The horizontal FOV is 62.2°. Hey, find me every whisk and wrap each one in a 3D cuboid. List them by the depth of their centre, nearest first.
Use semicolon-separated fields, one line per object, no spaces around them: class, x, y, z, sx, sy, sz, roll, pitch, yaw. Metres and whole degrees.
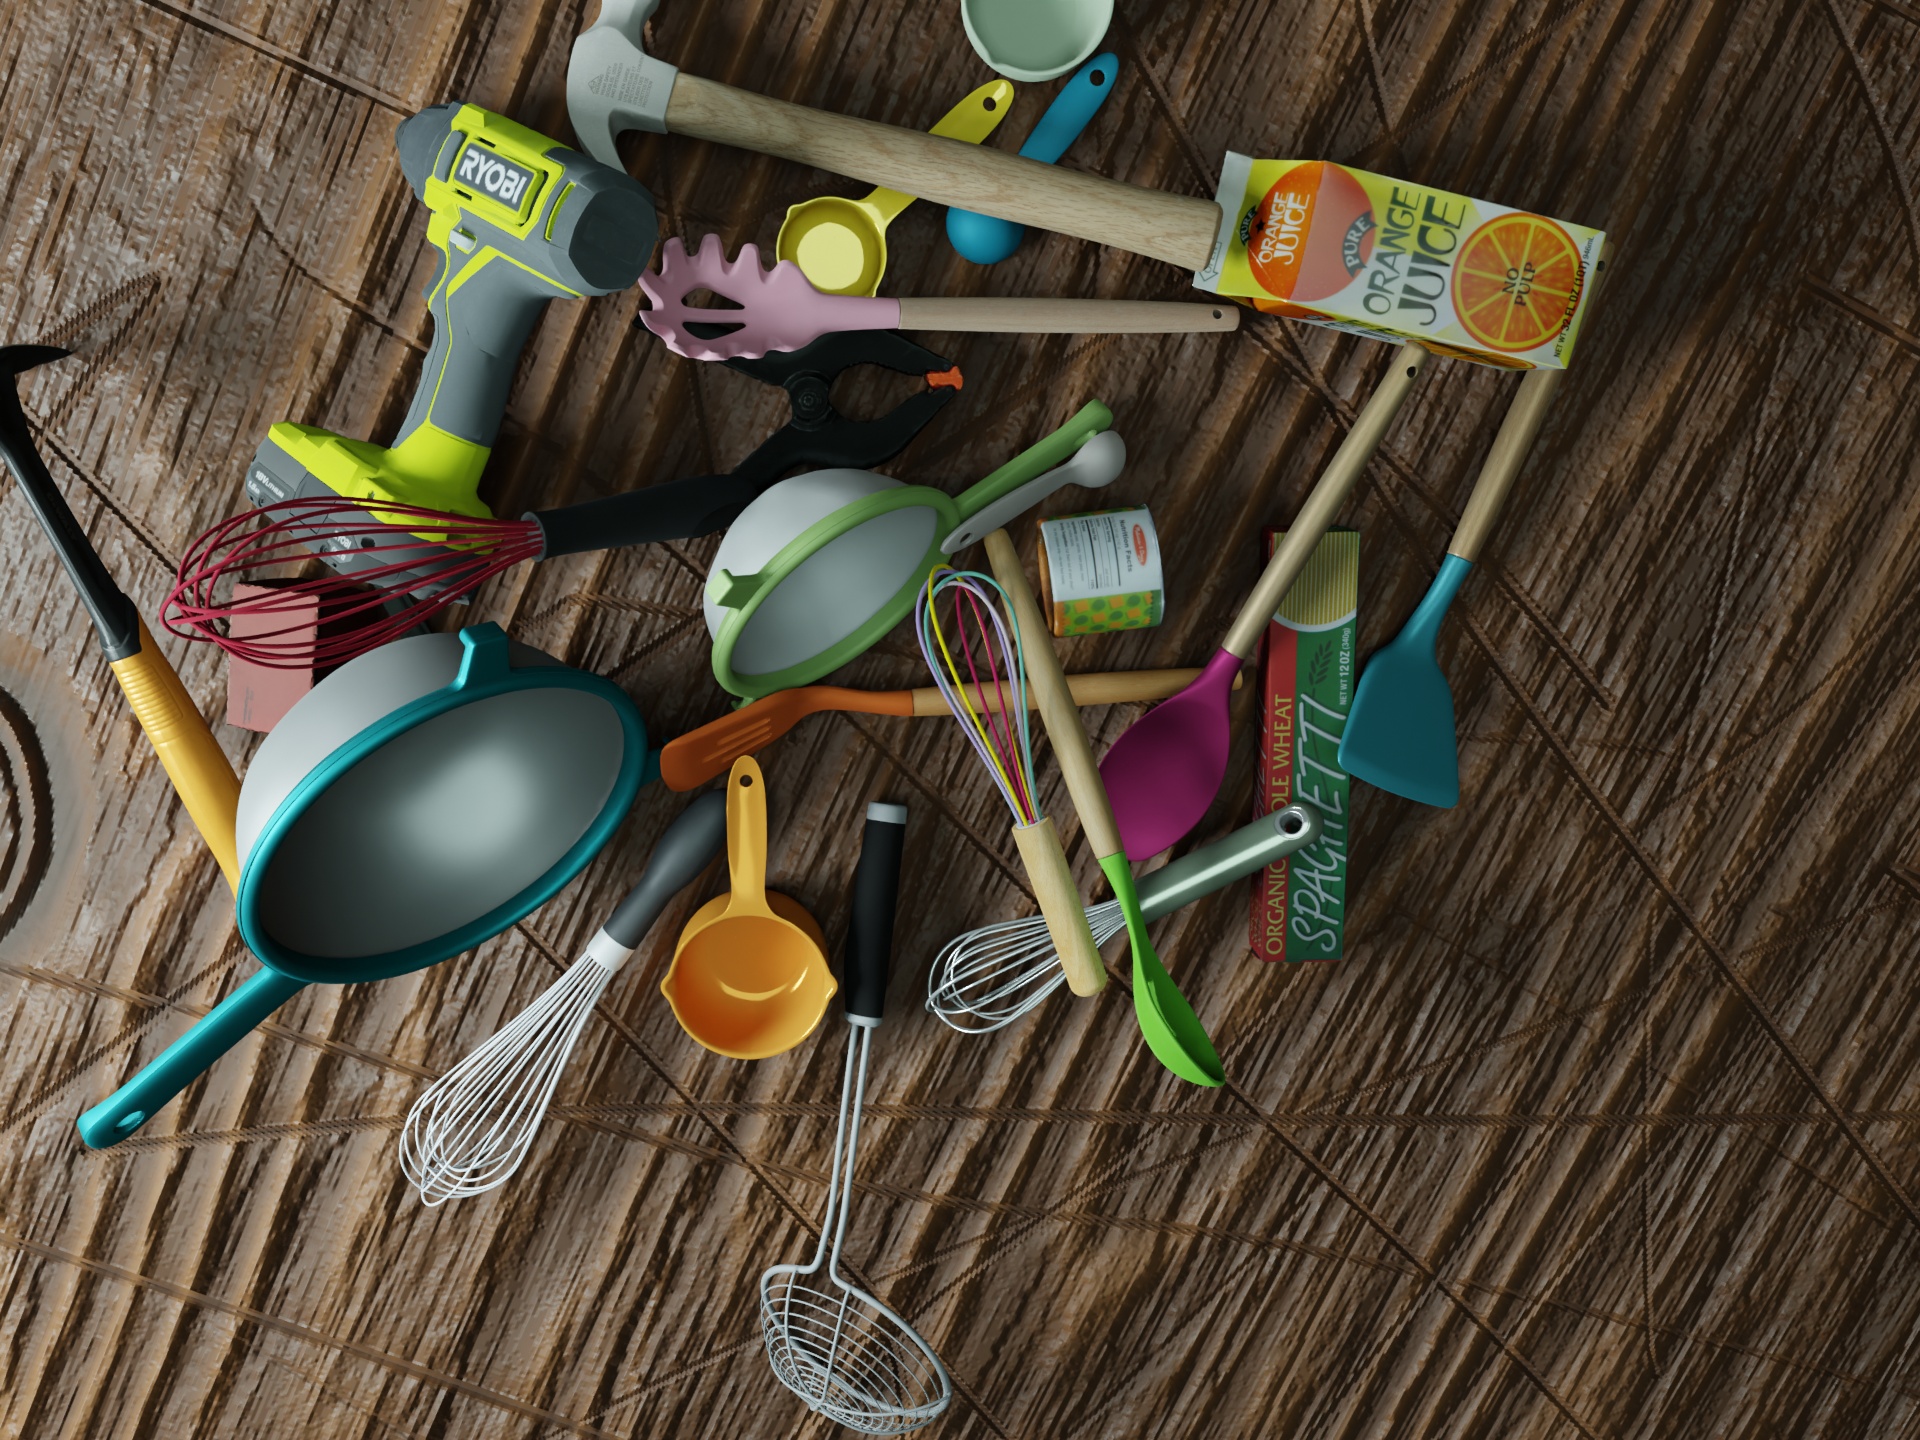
whisk;-0.213;-0.080;0.727;0.296;0.073;0.073;-19;106;-41
whisk;0.032;0.032;0.836;0.051;0.047;0.245;-20;102;-1
whisk;-0.214;0.152;0.885;0.070;0.070;0.284;37;91;-10
whisk;0.090;0.107;0.886;0.246;0.059;0.058;-27;64;7

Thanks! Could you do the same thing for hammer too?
hammer;-0.033;-0.278;0.794;0.331;0.031;0.130;14;86;-2
hammer;-0.421;-0.028;0.822;0.034;0.127;0.336;-19;111;-2

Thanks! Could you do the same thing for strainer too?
strainer;-0.317;0.069;0.790;0.340;0.210;0.095;-41;66;1
strainer;-0.037;-0.113;0.830;0.256;0.151;0.069;-35;73;-15

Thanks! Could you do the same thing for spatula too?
spatula;0.292;-0.111;0.870;0.082;0.044;0.317;20;98;-18
spatula;-0.001;-0.003;0.870;0.322;0.081;0.041;-5;71;-7

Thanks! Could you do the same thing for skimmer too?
skimmer;-0.047;0.229;0.913;0.127;0.090;0.363;6;89;32

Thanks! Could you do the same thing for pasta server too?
pasta server;-0.004;-0.209;0.810;0.316;0.040;0.060;-2;89;-13

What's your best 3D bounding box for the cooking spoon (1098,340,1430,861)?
cooking spoon;0.160;-0.058;0.856;0.068;0.017;0.319;26;107;-13

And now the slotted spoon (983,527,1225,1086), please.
slotted spoon;0.071;0.046;0.839;0.031;0.070;0.314;-21;86;15

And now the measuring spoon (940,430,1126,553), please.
measuring spoon;0.042;-0.115;0.836;0.124;0.034;0.018;-33;64;-22

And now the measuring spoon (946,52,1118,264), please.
measuring spoon;0.041;-0.295;0.827;0.042;0.021;0.128;37;98;-10

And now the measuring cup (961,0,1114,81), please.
measuring cup;0.000;-0.388;0.800;0.167;0.038;0.083;33;97;-7

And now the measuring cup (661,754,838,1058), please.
measuring cup;-0.115;0.097;0.874;0.095;0.052;0.173;0;104;-4

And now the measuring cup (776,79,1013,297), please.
measuring cup;-0.032;-0.275;0.828;0.156;0.029;0.062;-44;102;-2

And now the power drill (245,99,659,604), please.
power drill;-0.256;-0.185;0.779;0.171;0.080;0.223;33;100;31
